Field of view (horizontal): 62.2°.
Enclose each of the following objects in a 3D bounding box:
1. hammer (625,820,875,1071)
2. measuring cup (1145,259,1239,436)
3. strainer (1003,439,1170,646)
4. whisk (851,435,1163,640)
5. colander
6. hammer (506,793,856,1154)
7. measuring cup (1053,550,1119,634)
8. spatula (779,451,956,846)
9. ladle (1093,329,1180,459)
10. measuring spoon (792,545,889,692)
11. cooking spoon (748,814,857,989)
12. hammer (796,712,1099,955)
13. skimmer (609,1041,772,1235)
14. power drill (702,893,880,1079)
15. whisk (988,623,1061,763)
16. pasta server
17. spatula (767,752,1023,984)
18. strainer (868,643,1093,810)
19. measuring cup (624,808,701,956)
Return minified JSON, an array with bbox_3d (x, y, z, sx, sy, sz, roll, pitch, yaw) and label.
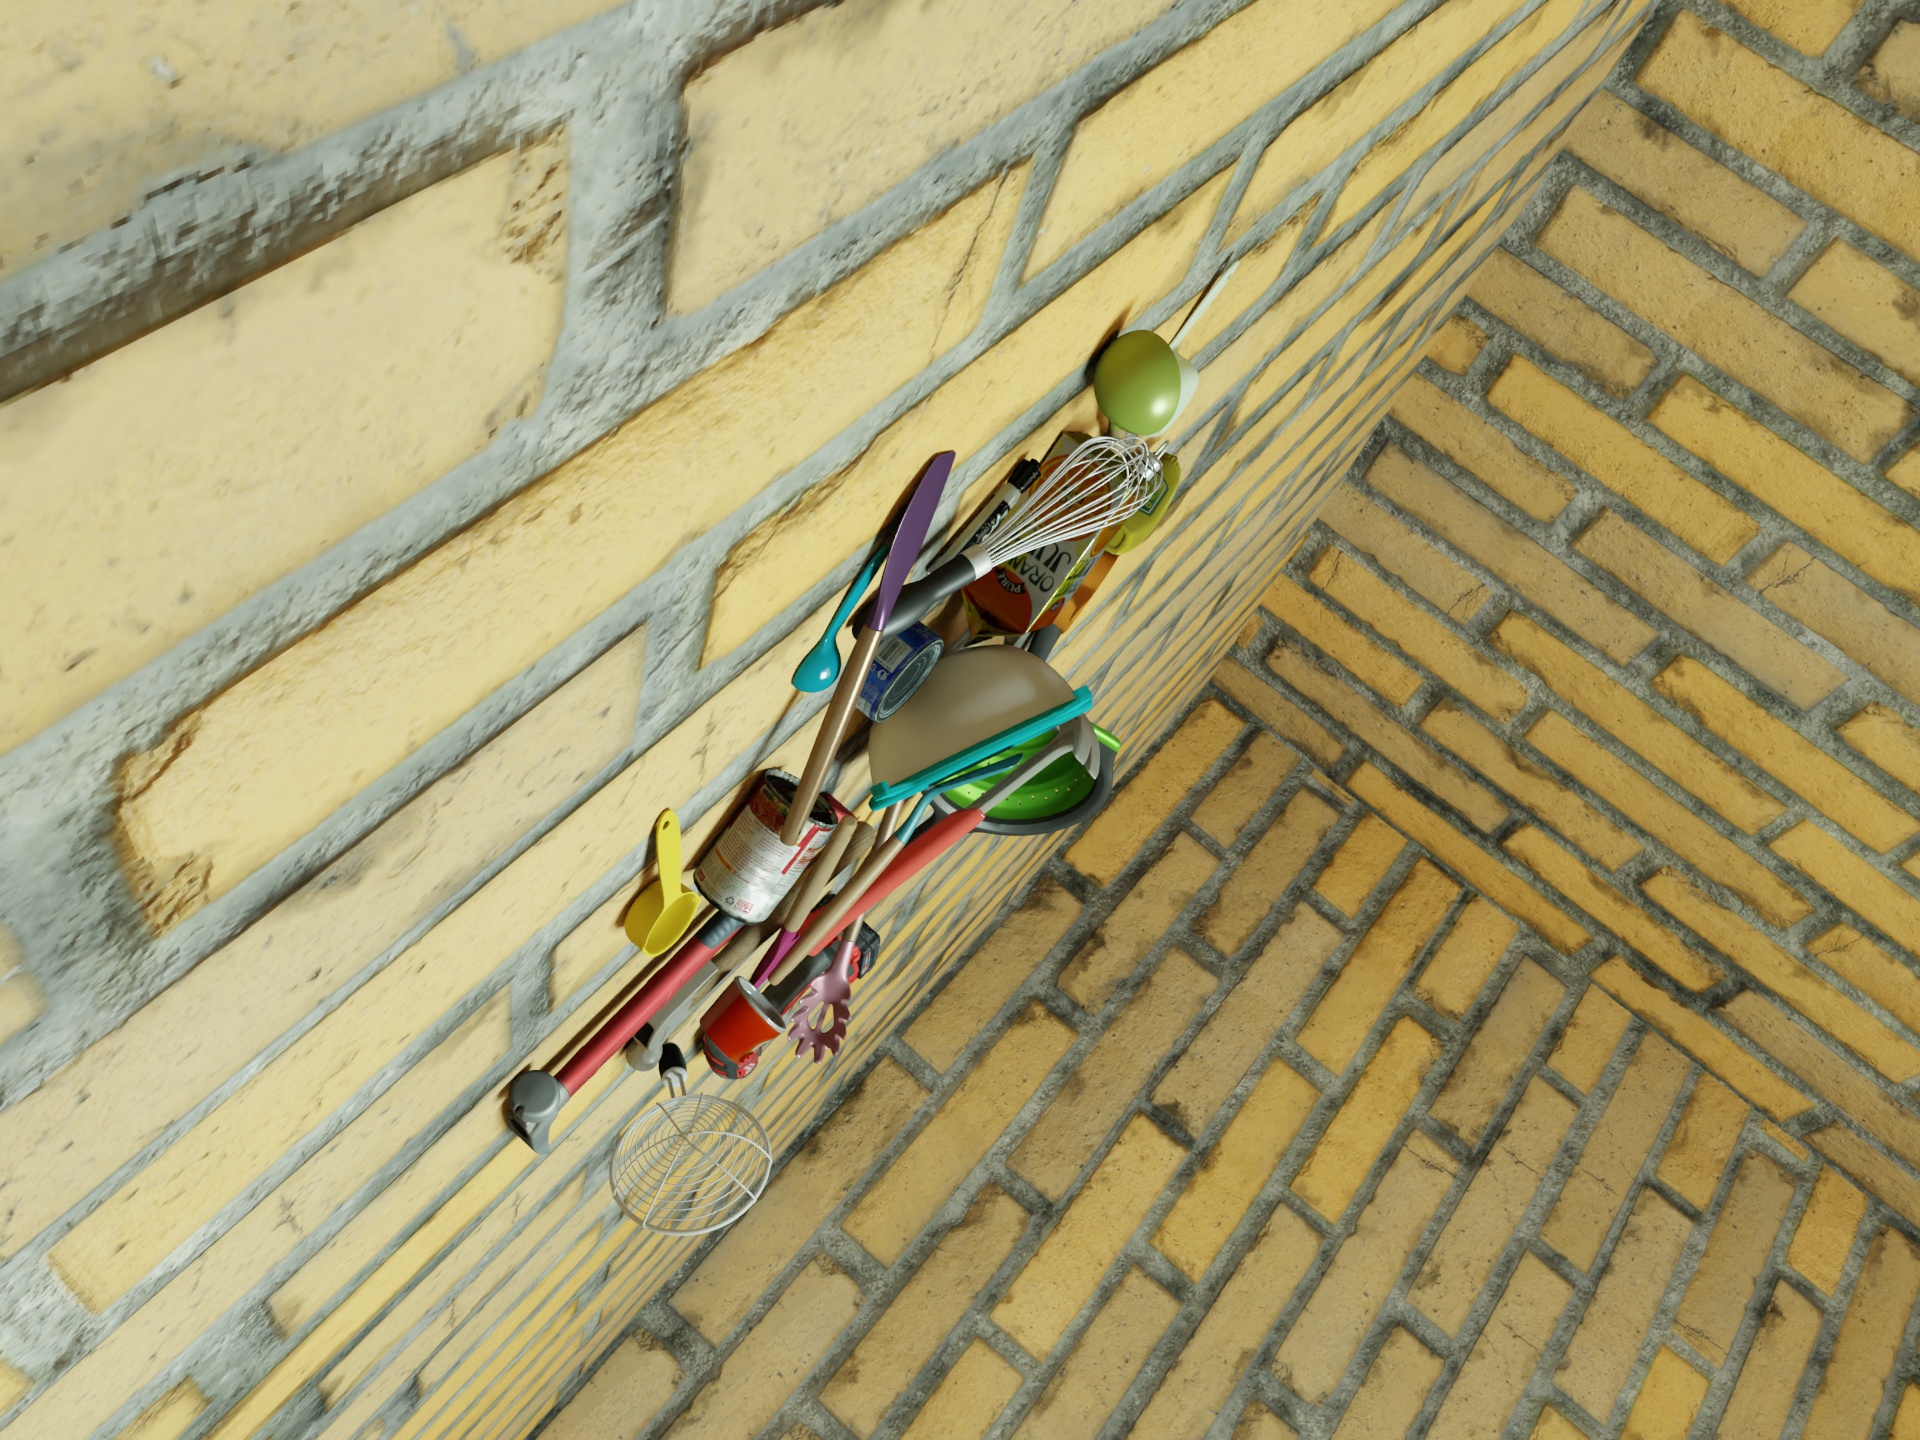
[{"bbox_3d":[-0.186,0.193,1.500,0.331,0.031,0.130,-42,167,-42],"label":"hammer"},{"bbox_3d":[0.199,-0.314,1.361,0.167,0.038,0.083,-54,170,27],"label":"measuring cup"},{"bbox_3d":[0.098,-0.153,1.418,0.258,0.050,0.087,-48,-168,20],"label":"strainer"},{"bbox_3d":[0.037,-0.132,1.177,0.284,0.070,0.070,-34,164,-20],"label":"whisk"},{"bbox_3d":[0.009,0.066,1.716,0.397,0.204,0.095,-39,-146,40],"label":"colander"},{"bbox_3d":[-0.227,0.204,1.342,0.386,0.038,0.143,-45,169,-29],"label":"hammer"},{"bbox_3d":[0.097,-0.124,1.480,0.095,0.052,0.174,-55,179,17],"label":"measuring cup"},{"bbox_3d":[-0.070,-0.043,1.108,0.315,0.018,0.060,-66,168,23],"label":"spatula"},{"bbox_3d":[0.142,-0.246,1.321,0.062,0.078,0.320,-19,175,3],"label":"ladle"},{"bbox_3d":[-0.076,-0.065,1.096,0.128,0.021,0.042,-55,169,29],"label":"measuring spoon"},{"bbox_3d":[-0.146,0.172,1.435,0.069,0.017,0.318,-44,170,-40],"label":"cooking spoon"},{"bbox_3d":[-0.018,0.115,1.514,0.359,0.036,0.149,-38,-163,13],"label":"hammer"},{"bbox_3d":[-0.242,0.351,1.384,0.127,0.090,0.363,-11,-179,-13],"label":"skimmer"},{"bbox_3d":[-0.191,0.302,1.740,0.220,0.078,0.143,-43,166,-23],"label":"power drill"},{"bbox_3d":[0.054,-0.013,1.754,0.073,0.073,0.295,-33,152,-60],"label":"whisk"},{"bbox_3d":[-0.108,0.204,1.647,0.040,0.060,0.316,-80,-171,-80],"label":"pasta server"},{"bbox_3d":[-0.065,0.135,1.462,0.317,0.044,0.082,-48,180,9],"label":"spatula"},{"bbox_3d":[-0.002,-0.005,1.423,0.211,0.095,0.340,-26,179,-3],"label":"strainer"},{"bbox_3d":[-0.215,0.108,1.127,0.062,0.029,0.156,-43,155,-37],"label":"measuring cup"}]
